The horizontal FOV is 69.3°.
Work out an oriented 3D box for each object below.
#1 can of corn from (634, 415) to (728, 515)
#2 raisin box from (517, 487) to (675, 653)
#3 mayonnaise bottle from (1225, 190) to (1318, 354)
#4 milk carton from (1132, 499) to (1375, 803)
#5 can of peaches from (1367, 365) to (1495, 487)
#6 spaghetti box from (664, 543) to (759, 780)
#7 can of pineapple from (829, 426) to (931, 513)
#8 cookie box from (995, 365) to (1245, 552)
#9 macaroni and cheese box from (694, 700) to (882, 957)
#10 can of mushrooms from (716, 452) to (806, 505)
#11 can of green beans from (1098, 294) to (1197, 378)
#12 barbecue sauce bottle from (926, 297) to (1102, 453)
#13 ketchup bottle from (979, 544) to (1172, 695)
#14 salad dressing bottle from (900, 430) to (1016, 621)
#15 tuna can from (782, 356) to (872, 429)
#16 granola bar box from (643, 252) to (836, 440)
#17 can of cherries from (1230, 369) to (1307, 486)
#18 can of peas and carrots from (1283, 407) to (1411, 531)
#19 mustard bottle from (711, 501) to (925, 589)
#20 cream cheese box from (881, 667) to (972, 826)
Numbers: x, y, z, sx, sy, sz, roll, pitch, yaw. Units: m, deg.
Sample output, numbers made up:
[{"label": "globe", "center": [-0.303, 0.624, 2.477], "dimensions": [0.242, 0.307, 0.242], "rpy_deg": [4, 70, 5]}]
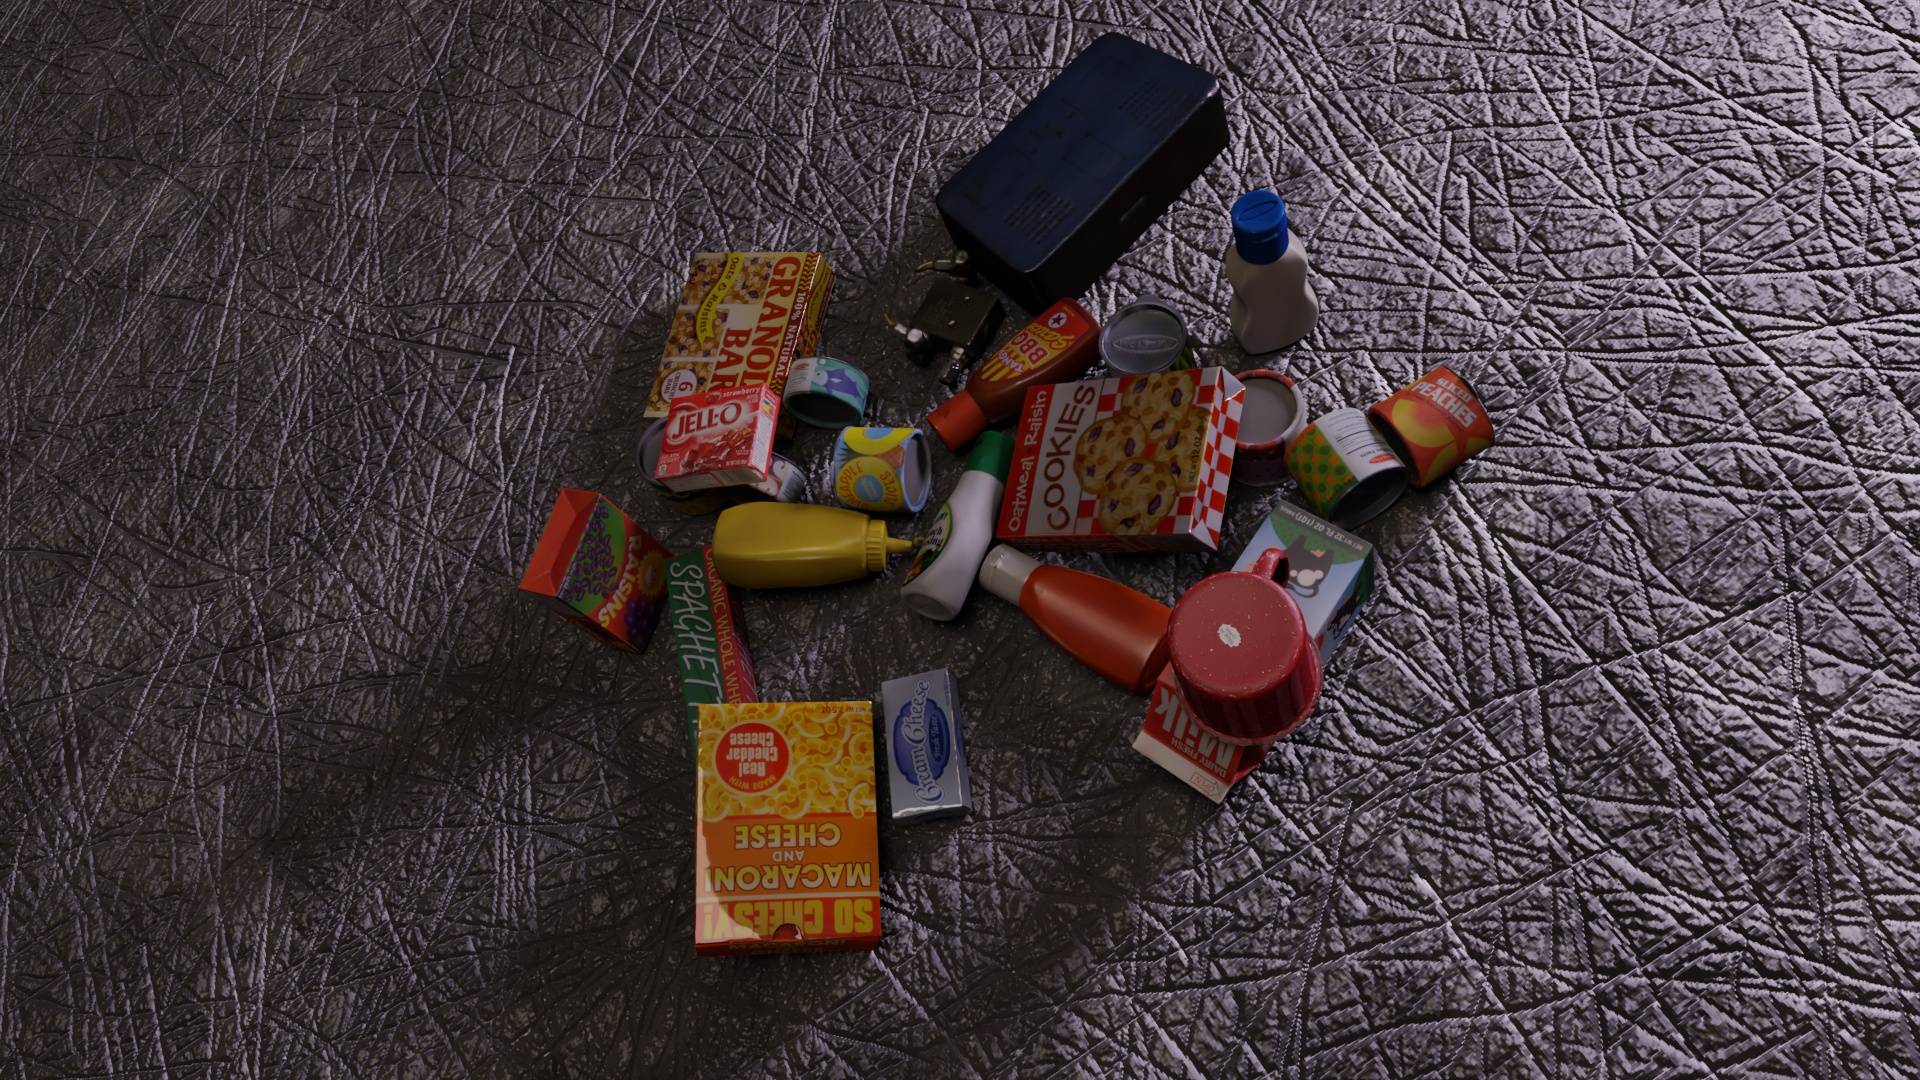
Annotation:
[{"label": "can of corn", "center": [-0.219, -0.059, 1.125], "dimensions": [0.071, 0.058, 0.071], "rpy_deg": [-7, 63, 15]}, {"label": "raisin box", "center": [-0.273, 0.025, 1.064], "dimensions": [0.040, 0.123, 0.086], "rpy_deg": [9, 68, 23]}, {"label": "mayonnaise bottle", "center": [0.220, -0.192, 0.996], "dimensions": [0.065, 0.147, 0.041], "rpy_deg": [-23, 61, 6]}, {"label": "milk carton", "center": [0.194, 0.077, 0.918], "dimensions": [0.072, 0.073, 0.191], "rpy_deg": [31, 78, 27]}, {"label": "can of peaches", "center": [0.322, -0.079, 0.953], "dimensions": [0.058, 0.071, 0.071], "rpy_deg": [-31, 60, 3]}, {"label": "spaghetti box", "center": [-0.181, 0.116, 1.045], "dimensions": [0.050, 0.028, 0.251], "rpy_deg": [-19, 61, 7]}, {"label": "can of pineapple", "center": [-0.060, -0.053, 1.065], "dimensions": [0.058, 0.070, 0.071], "rpy_deg": [2, 66, 19]}, {"label": "cookie box", "center": [0.111, -0.055, 0.989], "dimensions": [0.167, 0.040, 0.123], "rpy_deg": [-1, 69, 41]}, {"label": "macaroni and cheese box", "center": [-0.120, 0.195, 0.955], "dimensions": [0.124, 0.040, 0.167], "rpy_deg": [0, 63, -9]}, {"label": "can of mushrooms", "center": [-0.160, -0.047, 1.095], "dimensions": [0.071, 0.071, 0.033], "rpy_deg": [12, 71, 23]}, {"label": "can of green beans", "center": [0.142, -0.138, 1.047], "dimensions": [0.071, 0.057, 0.071], "rpy_deg": [-7, 63, 15]}, {"label": "barbecue sauce bottle", "center": [0.043, -0.125, 1.080], "dimensions": [0.148, 0.043, 0.065], "rpy_deg": [-37, 43, -1]}, {"label": "ketchup bottle", "center": [0.082, 0.049, 0.984], "dimensions": [0.149, 0.043, 0.065], "rpy_deg": [28, 76, 27]}, {"label": "salad dressing bottle", "center": [0.004, -0.013, 1.034], "dimensions": [0.044, 0.064, 0.148], "rpy_deg": [31, 64, -13]}, {"label": "tuna can", "center": [-0.106, -0.117, 1.114], "dimensions": [0.071, 0.071, 0.033], "rpy_deg": [4, 68, 20]}, {"label": "granola bar box", "center": [-0.185, -0.165, 1.177], "dimensions": [0.124, 0.039, 0.166], "rpy_deg": [4, 66, 20]}, {"label": "can of cherries", "center": [0.212, -0.081, 0.997], "dimensions": [0.071, 0.058, 0.072], "rpy_deg": [-7, 64, 14]}, {"label": "can of peas and carrots", "center": [0.265, -0.047, 0.961], "dimensions": [0.071, 0.070, 0.059], "rpy_deg": [-30, 60, 2]}, {"label": "mustard bottle", "center": [-0.106, 0.005, 1.057], "dimensions": [0.160, 0.048, 0.066], "rpy_deg": [1, 49, 6]}, {"label": "cream cheese box", "center": [-0.025, 0.146, 0.983], "dimensions": [0.053, 0.024, 0.104], "rpy_deg": [-14, 62, 13]}]
